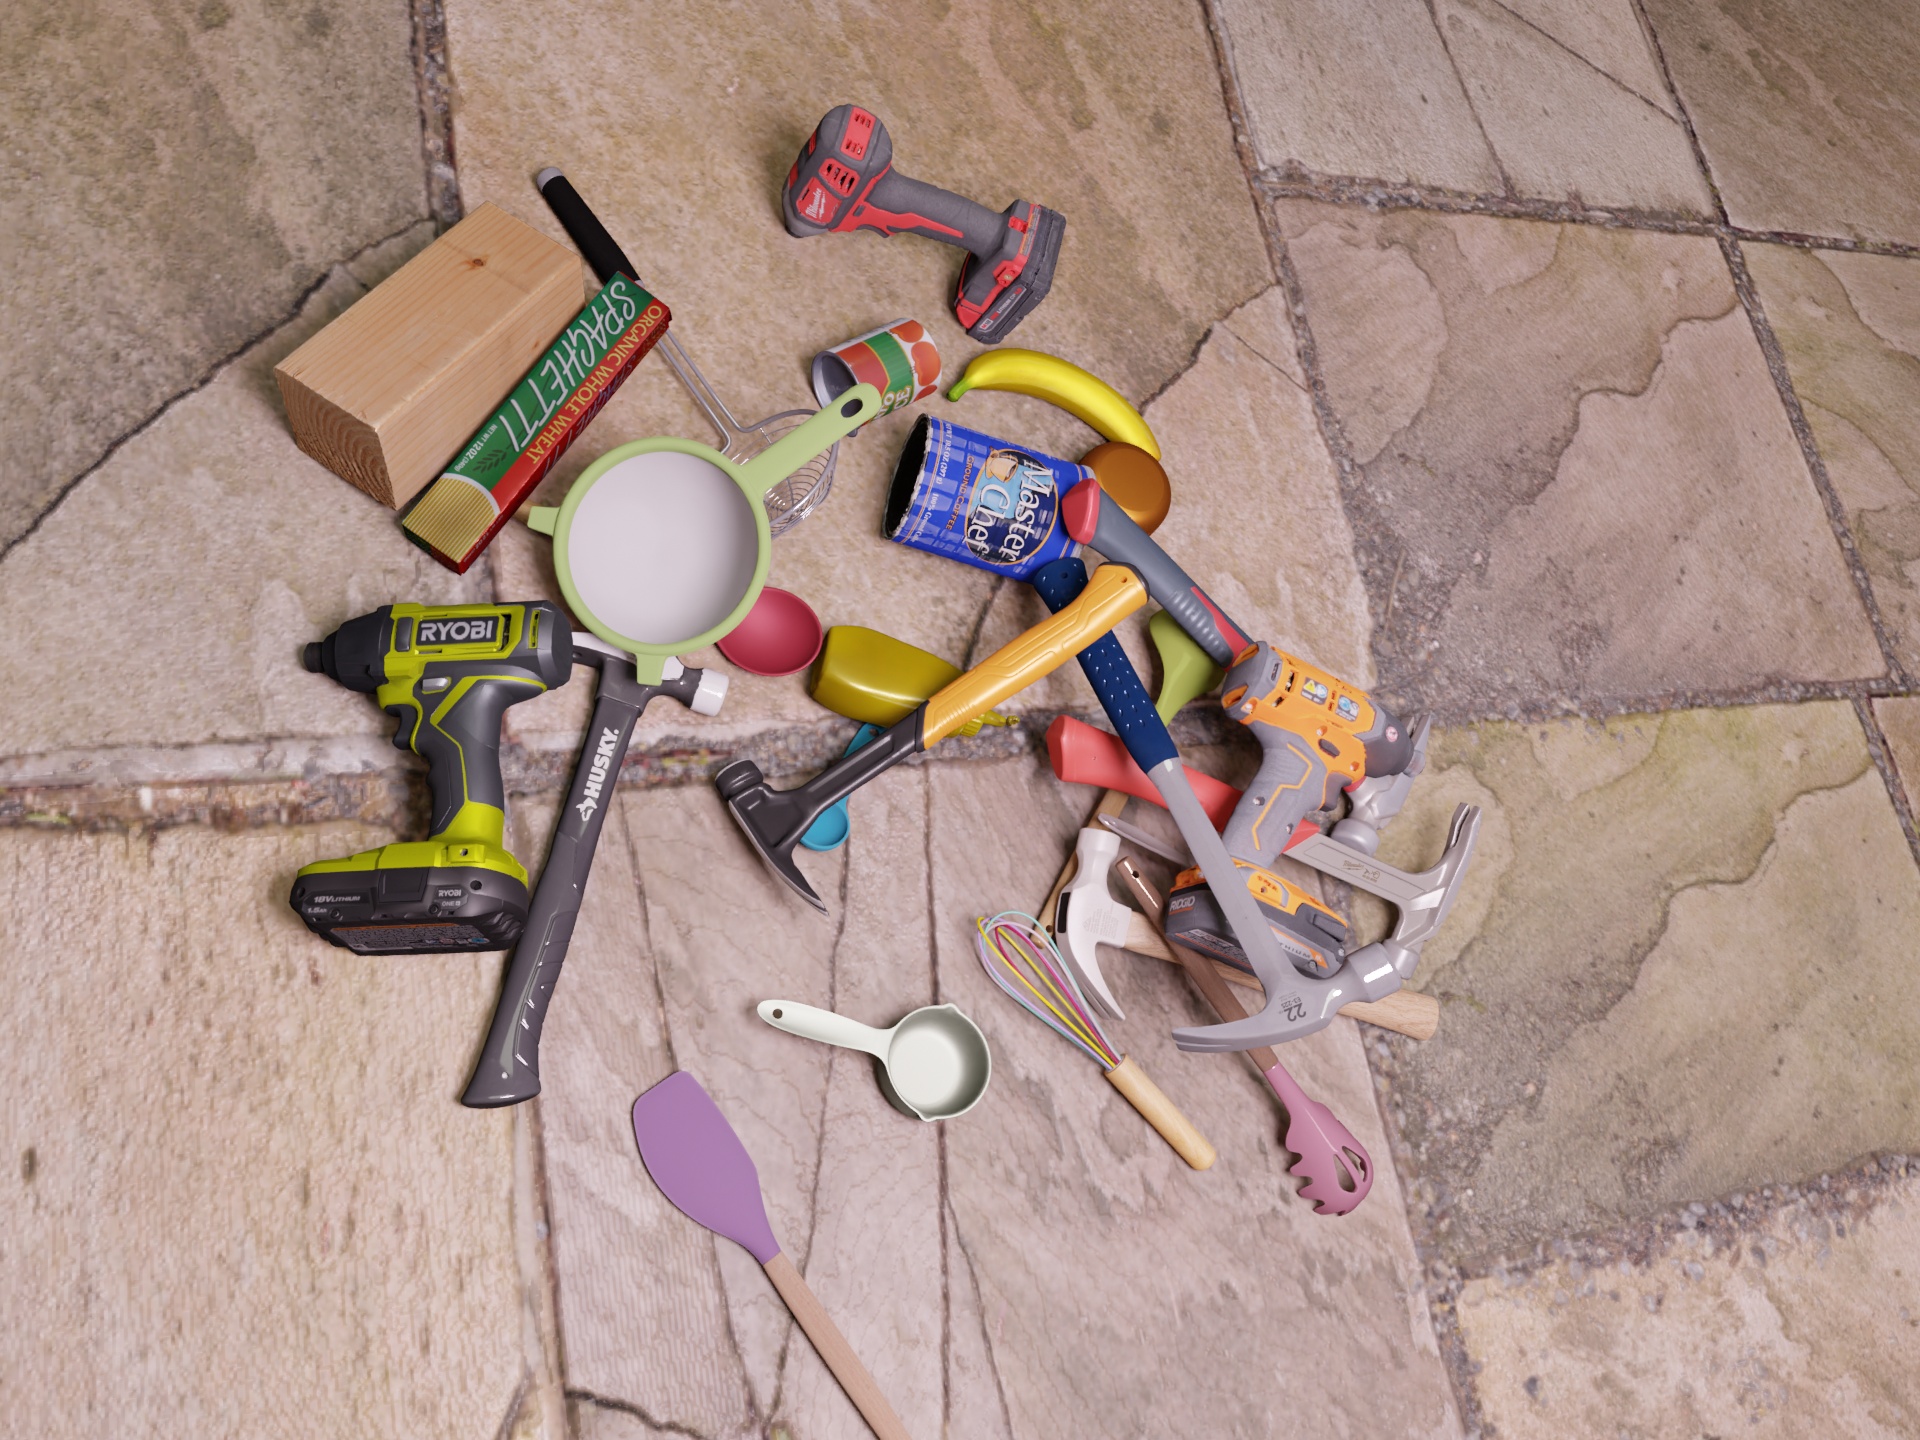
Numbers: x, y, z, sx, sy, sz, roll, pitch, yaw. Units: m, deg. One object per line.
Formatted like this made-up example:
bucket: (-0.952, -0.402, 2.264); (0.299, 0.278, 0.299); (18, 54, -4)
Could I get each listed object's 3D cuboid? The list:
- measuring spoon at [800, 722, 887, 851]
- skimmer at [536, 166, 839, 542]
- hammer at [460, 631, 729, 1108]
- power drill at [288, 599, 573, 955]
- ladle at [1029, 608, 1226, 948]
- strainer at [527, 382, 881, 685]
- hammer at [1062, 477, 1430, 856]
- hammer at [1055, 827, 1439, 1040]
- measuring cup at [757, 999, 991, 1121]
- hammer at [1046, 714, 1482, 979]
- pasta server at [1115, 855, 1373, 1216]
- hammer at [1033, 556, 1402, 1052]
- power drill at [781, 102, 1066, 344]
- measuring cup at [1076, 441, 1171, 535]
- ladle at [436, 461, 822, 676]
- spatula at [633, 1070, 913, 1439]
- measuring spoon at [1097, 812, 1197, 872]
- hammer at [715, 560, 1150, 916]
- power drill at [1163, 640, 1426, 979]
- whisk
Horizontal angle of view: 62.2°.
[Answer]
measuring spoon: (-0.085, 0.047, 1.160); (0.042, 0.021, 0.129); (29, 52, -1)
skimmer: (-0.221, -0.286, 1.195); (0.127, 0.090, 0.363); (-36, 82, 2)
hammer: (-0.265, 0.092, 1.053); (0.146, 0.035, 0.335); (19, 63, -15)
power drill: (-0.344, 0.031, 1.011); (0.171, 0.080, 0.223); (-3, 65, 3)
ladle: (0.126, 0.040, 1.238); (0.078, 0.062, 0.320); (39, 66, -18)
strainer: (-0.159, -0.148, 1.109); (0.256, 0.069, 0.151); (-36, 85, -1)
hammer: (0.228, -0.061, 1.251); (0.386, 0.038, 0.143); (42, 64, -20)
hammer: (0.222, 0.189, 1.204); (0.331, 0.031, 0.130); (19, 76, -18)
measuring cup: (-0.062, 0.222, 1.082); (0.167, 0.038, 0.083); (19, 63, -12)
hammer: (0.230, 0.070, 1.216); (0.359, 0.037, 0.149); (24, 89, -16)
pasta server: (0.206, 0.230, 1.162); (0.060, 0.040, 0.316); (-37, 92, -23)
hammer: (0.139, 0.043, 1.100); (0.144, 0.035, 0.406); (-25, 56, 0)
power drill: (-0.038, -0.401, 1.296); (0.219, 0.143, 0.079); (22, 66, -20)
measuring cup: (0.157, -0.155, 1.316); (0.095, 0.052, 0.174); (-34, 82, -30)
ladle: (-0.246, -0.117, 1.152); (0.315, 0.031, 0.069); (27, 70, -8)
spatula: (-0.107, 0.365, 1.014); (0.060, 0.018, 0.316); (-33, 83, -29)
measuring spoon: (0.147, 0.102, 1.210); (0.124, 0.018, 0.034); (29, 22, -27)
hammer: (-0.002, -0.004, 1.119); (0.337, 0.034, 0.127); (-35, 65, -10)
power drill: (0.249, 0.073, 1.153); (0.164, 0.084, 0.227); (25, 70, -13)
whisk: (0.097, 0.229, 1.144); (0.051, 0.047, 0.245); (-44, 94, -18)
